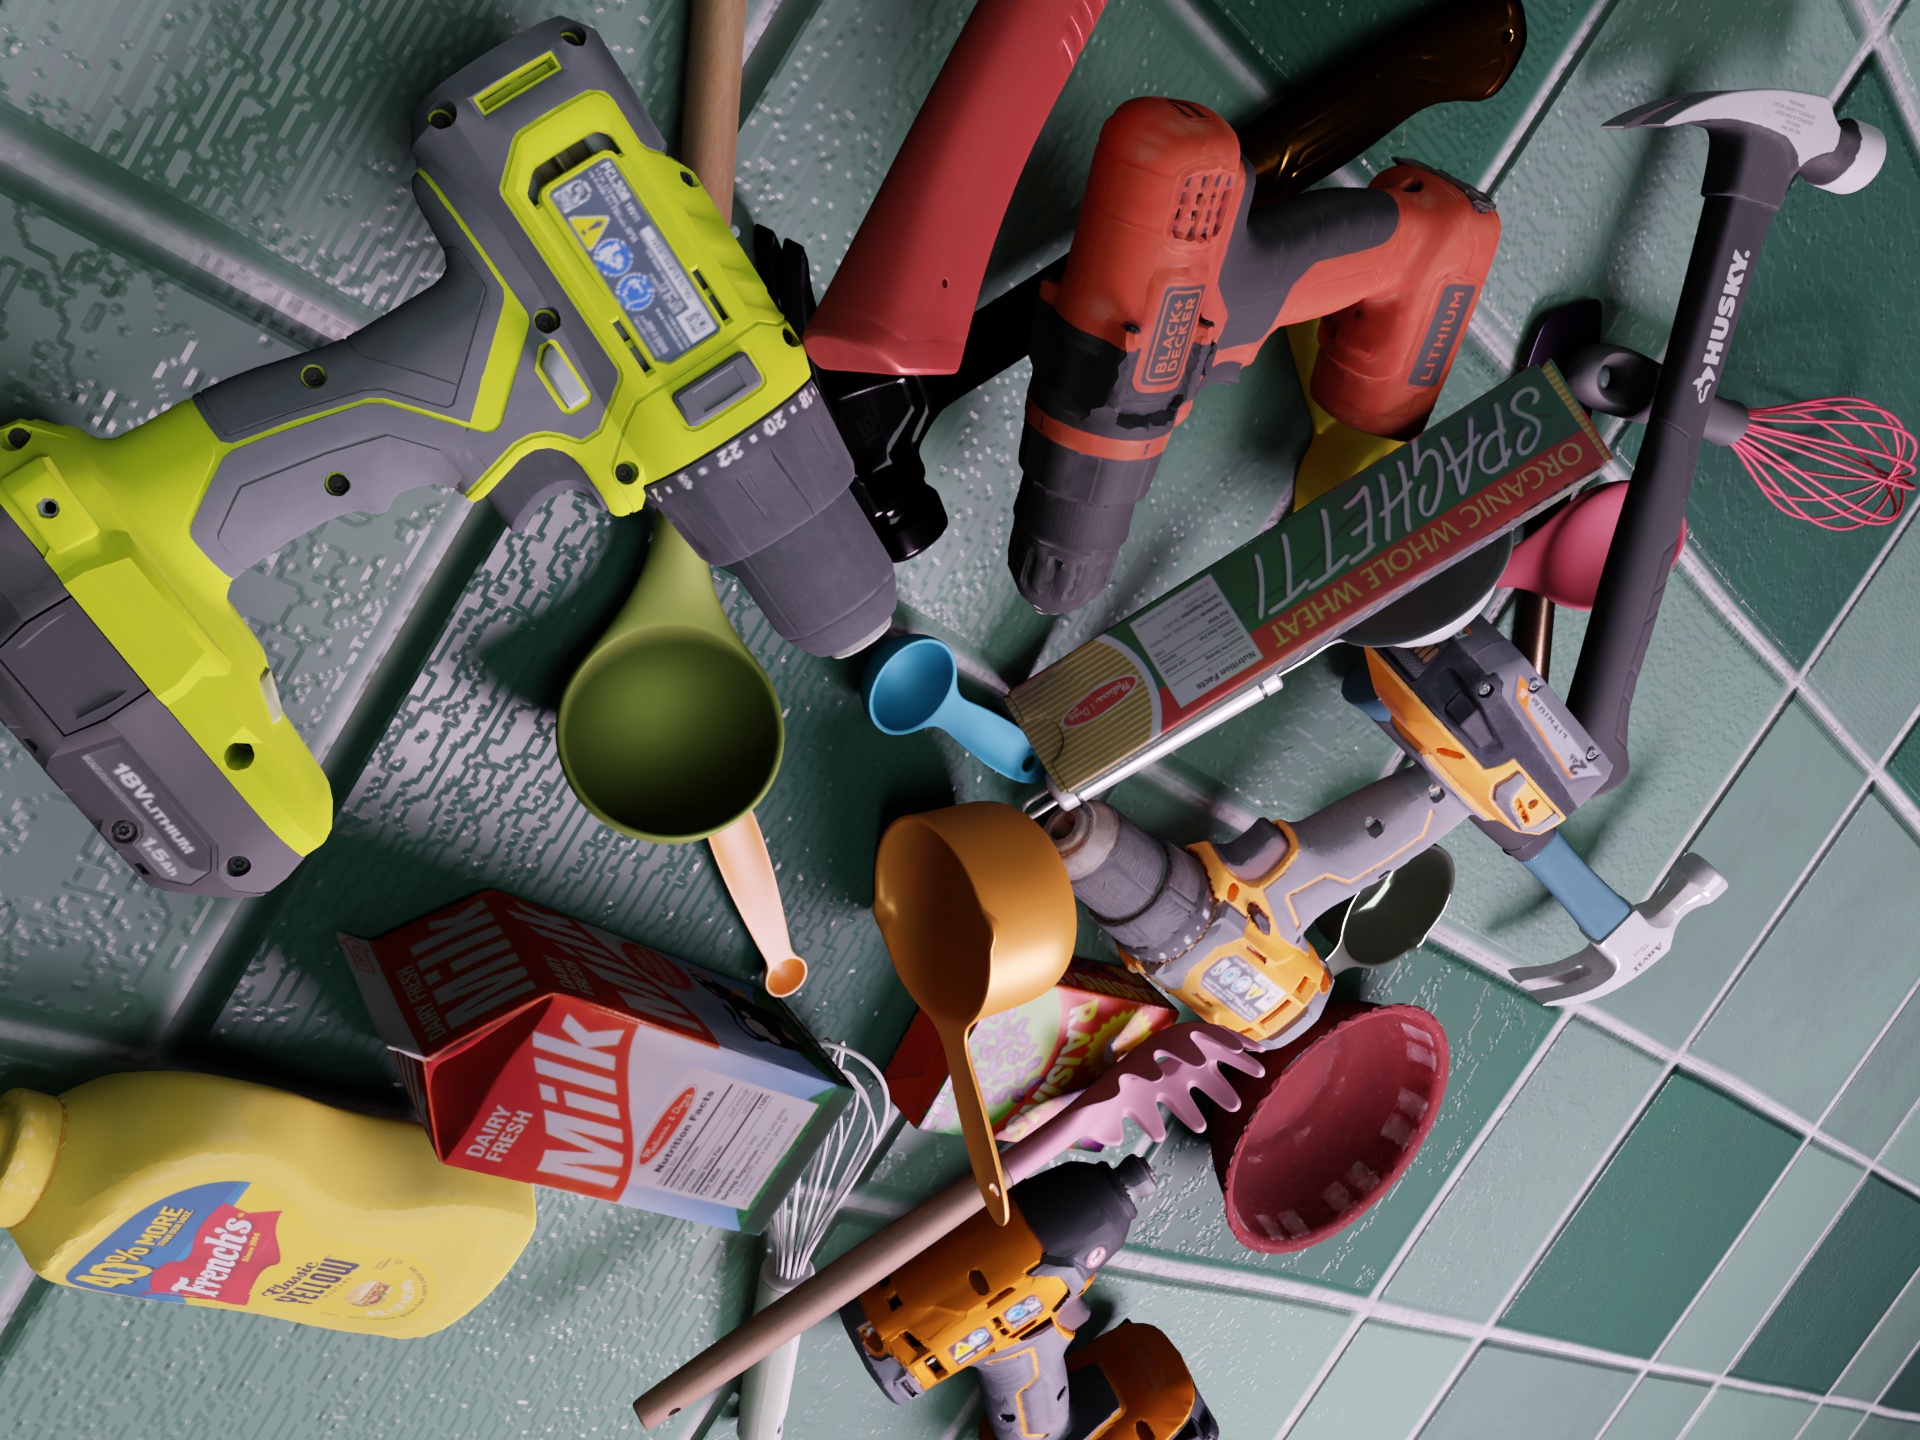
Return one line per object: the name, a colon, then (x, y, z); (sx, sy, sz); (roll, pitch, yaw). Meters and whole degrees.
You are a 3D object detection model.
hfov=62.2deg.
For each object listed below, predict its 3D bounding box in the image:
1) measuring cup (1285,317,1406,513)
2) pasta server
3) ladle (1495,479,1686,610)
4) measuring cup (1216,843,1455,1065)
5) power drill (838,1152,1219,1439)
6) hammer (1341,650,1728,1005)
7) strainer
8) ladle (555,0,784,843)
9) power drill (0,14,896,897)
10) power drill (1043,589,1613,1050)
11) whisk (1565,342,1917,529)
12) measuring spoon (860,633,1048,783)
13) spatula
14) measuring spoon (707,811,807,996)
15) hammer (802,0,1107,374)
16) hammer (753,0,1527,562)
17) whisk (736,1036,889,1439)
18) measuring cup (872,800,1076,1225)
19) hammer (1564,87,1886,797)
measuring cup: (0.164, -0.140, 0.680); (0.062, 0.029, 0.156); (-37, 130, -13)
pasta server: (0.001, 0.221, 0.706); (0.316, 0.040, 0.060); (-29, 140, -18)
ladle: (0.214, -0.058, 0.752); (0.315, 0.031, 0.069); (-16, 120, -21)
measuring cup: (0.185, 0.118, 0.837); (0.167, 0.038, 0.083); (-40, 131, -3)
power drill: (0.054, 0.318, 0.814); (0.164, 0.084, 0.226); (-32, 126, -5)
hammer: (0.306, 0.057, 0.865); (0.128, 0.033, 0.330); (-47, 126, 7)
strainer: (0.136, -0.023, 0.676); (0.258, 0.087, 0.050); (-30, 123, 6)
ladle: (-0.084, -0.111, 0.507); (0.078, 0.062, 0.320); (1, 112, -17)
power drill: (-0.143, -0.055, 0.447); (0.228, 0.080, 0.190); (-36, 109, -10)
power drill: (0.160, 0.040, 0.727); (0.226, 0.084, 0.185); (-42, 126, 13)
whisk: (0.409, -0.151, 0.826); (0.295, 0.073, 0.073); (7, 110, -34)
measuring spoon: (-0.001, -0.002, 0.655); (0.042, 0.021, 0.128); (-54, 141, 2)
spatula: (0.300, -0.060, 0.828); (0.060, 0.018, 0.315); (-24, 125, -26)
measuring spoon: (-0.085, 0.064, 0.635); (0.021, 0.011, 0.116); (-29, 124, -22)
hammer: (0.042, -0.261, 0.466); (0.149, 0.037, 0.359); (36, 76, -44)
hammer: (0.082, -0.196, 0.590); (0.337, 0.034, 0.127); (-35, 131, -15)
whisk: (-0.076, 0.242, 0.715); (0.059, 0.058, 0.246); (10, 117, -2)
measuring cup: (0.017, 0.117, 0.656); (0.052, 0.095, 0.173); (-15, 96, -31)
hammer: (0.328, -0.123, 0.746); (0.146, 0.035, 0.334); (4, 105, -27)
